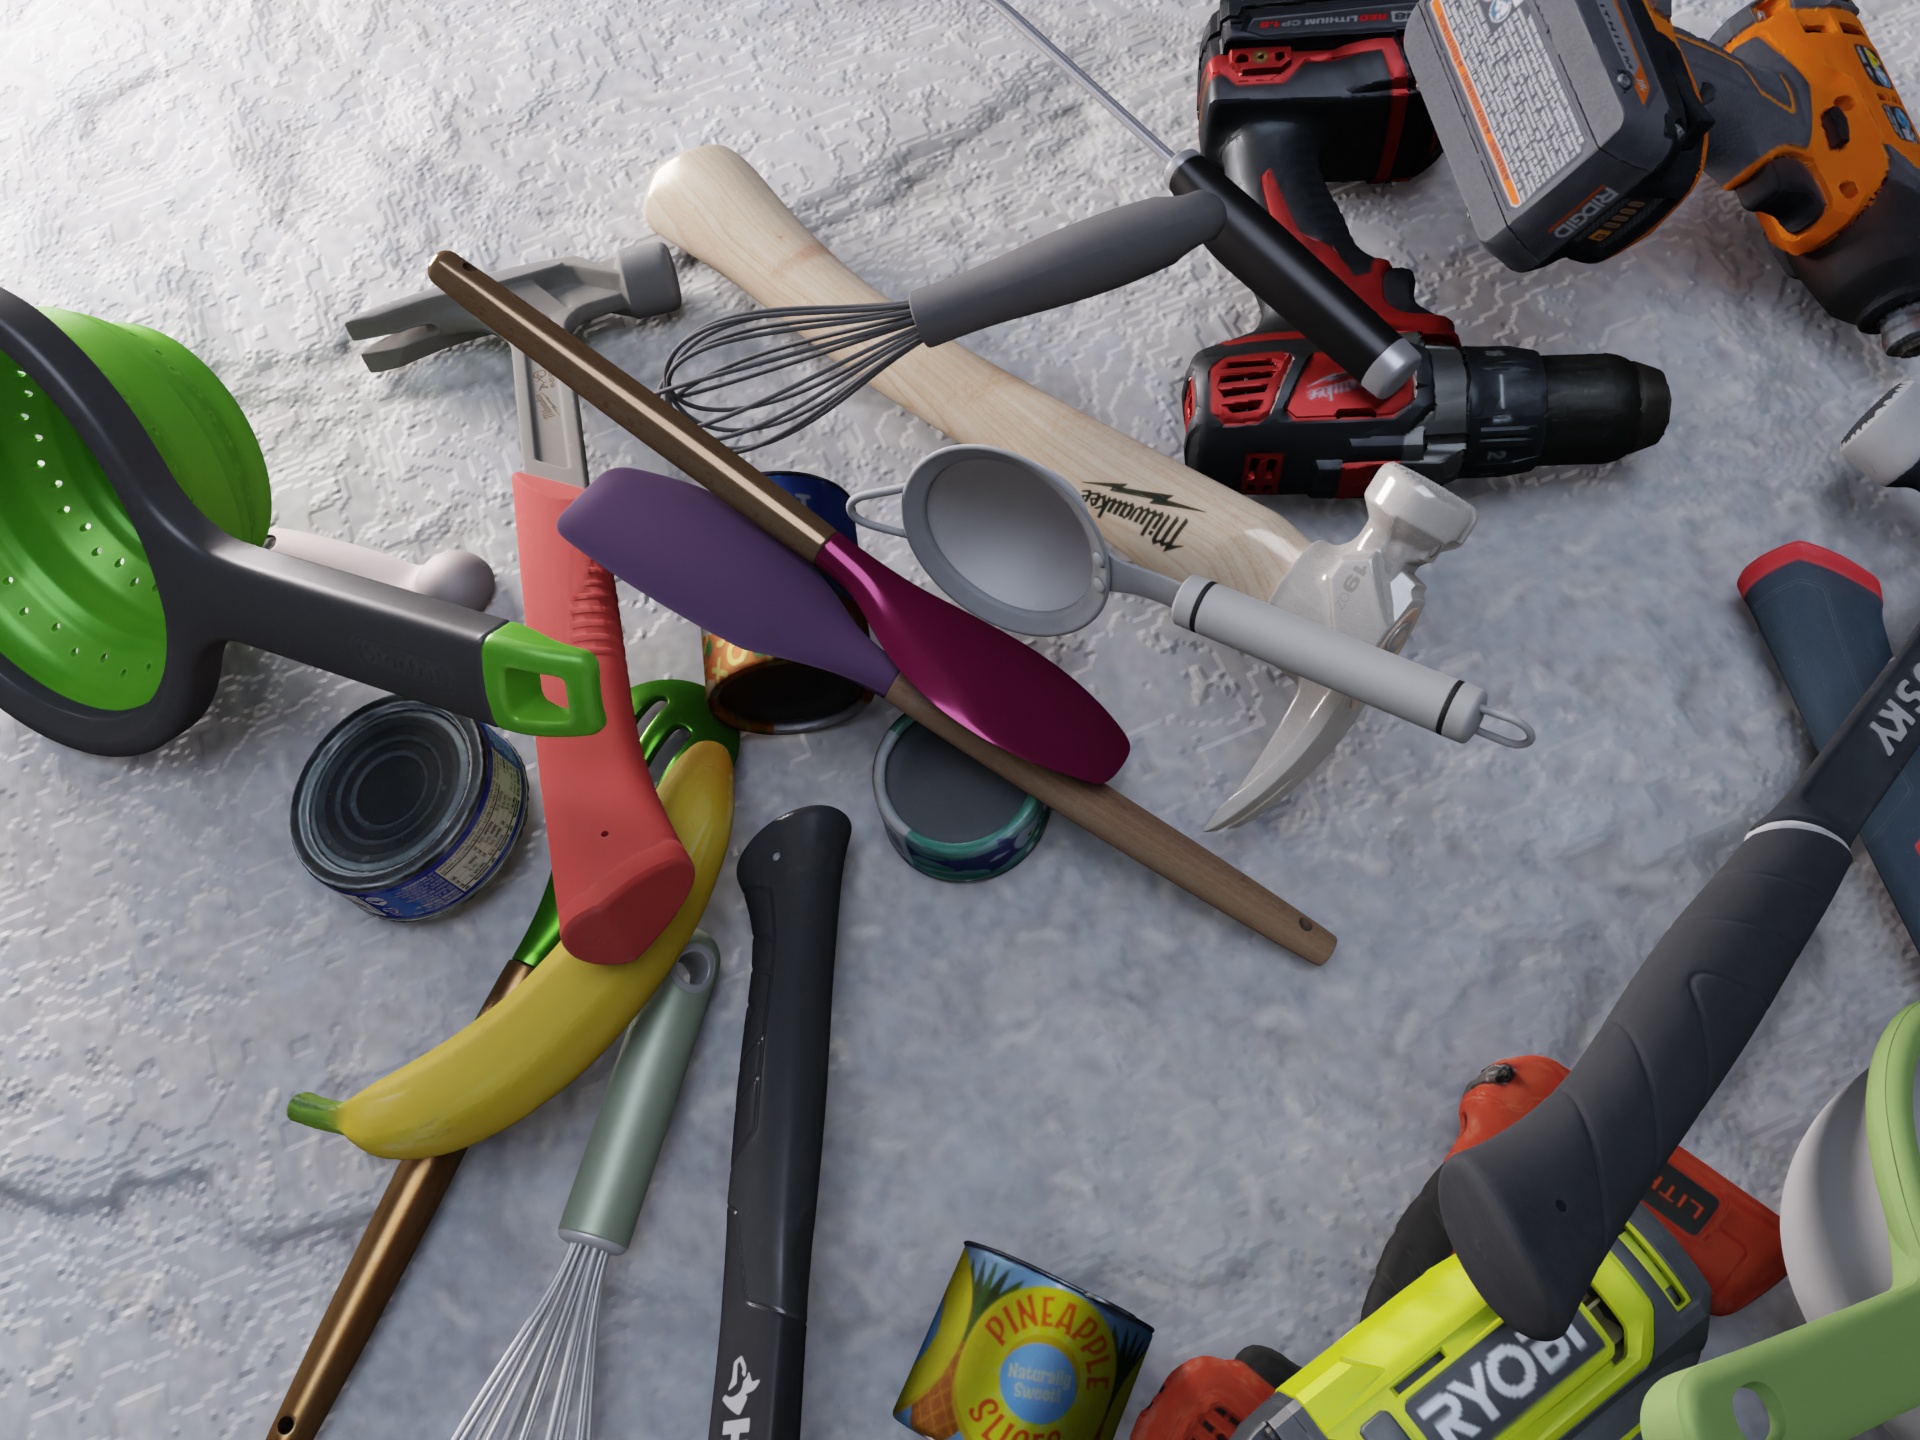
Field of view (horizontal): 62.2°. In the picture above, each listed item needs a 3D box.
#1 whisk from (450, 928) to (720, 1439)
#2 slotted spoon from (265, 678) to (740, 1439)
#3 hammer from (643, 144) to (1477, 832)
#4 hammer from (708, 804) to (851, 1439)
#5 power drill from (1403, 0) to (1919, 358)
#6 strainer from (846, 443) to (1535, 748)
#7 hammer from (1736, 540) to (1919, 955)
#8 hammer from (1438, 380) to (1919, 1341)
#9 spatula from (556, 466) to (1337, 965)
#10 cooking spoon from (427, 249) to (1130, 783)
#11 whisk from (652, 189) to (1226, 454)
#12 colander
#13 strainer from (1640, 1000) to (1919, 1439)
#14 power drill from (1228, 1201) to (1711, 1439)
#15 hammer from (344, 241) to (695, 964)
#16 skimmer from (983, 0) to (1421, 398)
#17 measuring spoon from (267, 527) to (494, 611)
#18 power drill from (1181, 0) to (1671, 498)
[{"bbox_3d":[-0.127,0.184,0.538,0.057,0.059,0.246,27,61,-22],"label":"whisk"},{"bbox_3d":[-0.168,0.115,0.583,0.070,0.031,0.314,17,69,19],"label":"slotted spoon"},{"bbox_3d":[0.000,-0.124,0.655,0.411,0.038,0.146,39,109,28],"label":"hammer"},{"bbox_3d":[-0.057,0.173,0.501,0.146,0.035,0.335,-18,50,24],"label":"hammer"},{"bbox_3d":[0.294,-0.220,0.617,0.226,0.084,0.164,-3,69,-30],"label":"power drill"},{"bbox_3d":[0.076,-0.044,0.558,0.259,0.086,0.050,26,54,25],"label":"strainer"},{"bbox_3d":[0.335,0.113,0.522,0.143,0.038,0.387,-14,64,1],"label":"hammer"},{"bbox_3d":[0.270,0.032,0.491,0.149,0.036,0.409,44,58,12],"label":"hammer"},{"bbox_3d":[-0.001,-0.002,0.573,0.316,0.018,0.060,32,50,1],"label":"spatula"},{"bbox_3d":[-0.070,-0.078,0.584,0.319,0.017,0.069,36,34,5],"label":"cooking spoon"},{"bbox_3d":[-0.015,-0.155,0.608,0.239,0.055,0.055,-17,63,14],"label":"whisk"},{"bbox_3d":[-0.278,-0.074,0.610,0.397,0.204,0.094,16,36,22],"label":"colander"},{"bbox_3d":[0.235,0.157,0.407,0.256,0.069,0.152,1,61,-35],"label":"strainer"},{"bbox_3d":[0.167,0.254,0.399,0.171,0.080,0.223,-33,70,-12],"label":"power drill"},{"bbox_3d":[-0.164,-0.063,0.624,0.149,0.036,0.359,-15,52,-2],"label":"hammer"},{"bbox_3d":[0.063,-0.278,0.621,0.363,0.090,0.127,48,33,14],"label":"skimmer"},{"bbox_3d":[-0.259,-0.069,0.683,0.124,0.018,0.034,13,67,13],"label":"measuring spoon"},{"bbox_3d":[0.185,-0.196,0.665,0.188,0.080,0.227,-1,68,6],"label":"power drill"}]
